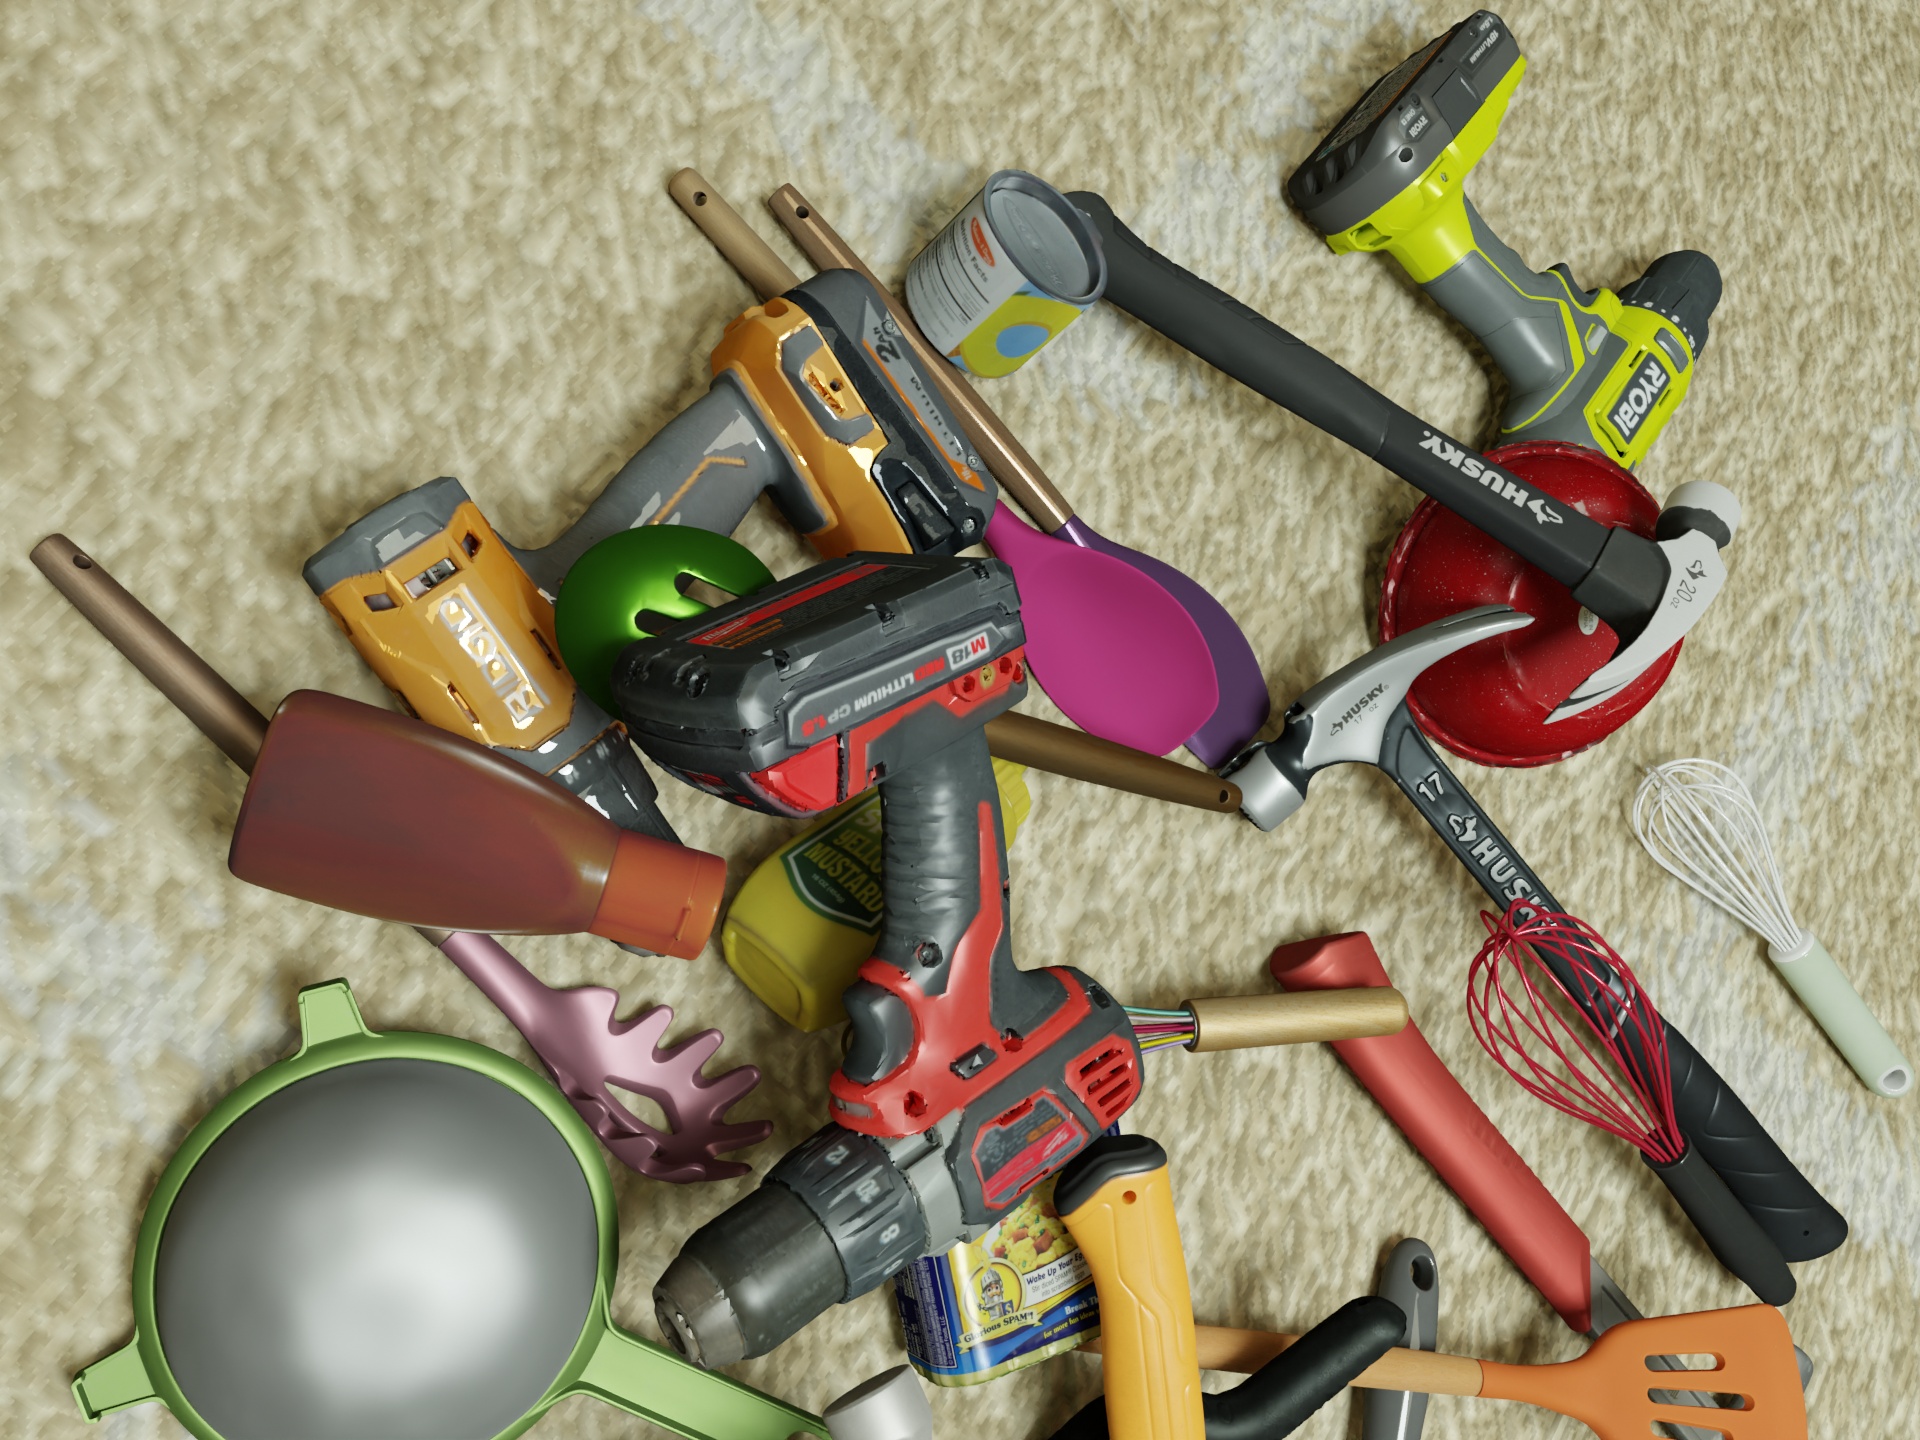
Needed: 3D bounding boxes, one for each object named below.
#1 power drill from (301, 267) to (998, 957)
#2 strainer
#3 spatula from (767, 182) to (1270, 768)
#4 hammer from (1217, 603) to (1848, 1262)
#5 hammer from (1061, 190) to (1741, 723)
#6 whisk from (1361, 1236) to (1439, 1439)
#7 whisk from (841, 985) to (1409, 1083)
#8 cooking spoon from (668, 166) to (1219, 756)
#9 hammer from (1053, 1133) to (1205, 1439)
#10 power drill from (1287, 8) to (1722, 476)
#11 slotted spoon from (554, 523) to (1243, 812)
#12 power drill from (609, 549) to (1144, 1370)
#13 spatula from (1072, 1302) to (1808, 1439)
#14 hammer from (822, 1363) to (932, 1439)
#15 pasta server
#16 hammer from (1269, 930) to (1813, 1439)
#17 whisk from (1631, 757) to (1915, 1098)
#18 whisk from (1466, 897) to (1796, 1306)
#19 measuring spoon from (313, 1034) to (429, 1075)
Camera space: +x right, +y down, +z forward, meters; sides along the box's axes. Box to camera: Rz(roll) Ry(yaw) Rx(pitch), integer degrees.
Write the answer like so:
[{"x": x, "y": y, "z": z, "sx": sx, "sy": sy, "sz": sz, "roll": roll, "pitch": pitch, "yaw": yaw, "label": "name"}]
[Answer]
[{"x": -0.093, "y": -0.041, "z": 0.590, "sx": 0.226, "sy": 0.084, "sz": 0.185, "roll": -38, "pitch": 104, "yaw": -22, "label": "power drill"}, {"x": -0.136, "y": 0.203, "z": 0.507, "sx": 0.256, "sy": 0.069, "sz": 0.151, "roll": 30, "pitch": 81, "yaw": -13, "label": "strainer"}, {"x": 0.029, "y": -0.107, "z": 0.693, "sx": 0.315, "sy": 0.018, "sz": 0.060, "roll": 47, "pitch": 73, "yaw": -12, "label": "spatula"}, {"x": 0.301, "y": 0.119, "z": 0.749, "sx": 0.149, "sy": 0.036, "sz": 0.408, "roll": -42, "pitch": 106, "yaw": 7, "label": "hammer"}, {"x": 0.169, "y": -0.130, "z": 0.690, "sx": 0.335, "sy": 0.035, "sz": 0.146, "roll": 34, "pitch": 58, "yaw": 7, "label": "hammer"}, {"x": 0.172, "y": 0.338, "z": 0.667, "sx": 0.055, "sy": 0.055, "sz": 0.239, "roll": 24, "pitch": 66, "yaw": -20, "label": "whisk"}, {"x": 0.071, "y": 0.122, "z": 0.643, "sx": 0.245, "sy": 0.047, "sz": 0.051, "roll": -1, "pitch": 91, "yaw": -18, "label": "whisk"}, {"x": -0.007, "y": -0.108, "z": 0.672, "sx": 0.069, "sy": 0.017, "sz": 0.318, "roll": -42, "pitch": 99, "yaw": 7, "label": "cooking spoon"}, {"x": 0.086, "y": 0.316, "z": 0.580, "sx": 0.127, "sy": 0.034, "sz": 0.337, "roll": -8, "pitch": 94, "yaw": -3, "label": "hammer"}, {"x": 0.291, "y": -0.236, "z": 0.812, "sx": 0.228, "sy": 0.080, "sz": 0.190, "roll": 46, "pitch": 66, "yaw": -14, "label": "power drill"}, {"x": -0.001, "y": -0.002, "z": 0.592, "sx": 0.313, "sy": 0.031, "sz": 0.070, "roll": 16, "pitch": 90, "yaw": -37, "label": "slotted spoon"}, {"x": -0.037, "y": 0.076, "z": 0.506, "sx": 0.188, "sy": 0.080, "sz": 0.226, "roll": -27, "pitch": 113, "yaw": -33, "label": "power drill"}, {"x": 0.195, "y": 0.268, "z": 0.657, "sx": 0.322, "sy": 0.041, "sz": 0.081, "roll": 10, "pitch": 66, "yaw": -11, "label": "spatula"}, {"x": -0.129, "y": 0.323, "z": 0.438, "sx": 0.331, "sy": 0.031, "sz": 0.130, "roll": -26, "pitch": 79, "yaw": -14, "label": "hammer"}, {"x": -0.191, "y": 0.050, "z": 0.548, "sx": 0.316, "sy": 0.040, "sz": 0.060, "roll": 46, "pitch": 30, "yaw": -9, "label": "pasta server"}, {"x": 0.258, "y": 0.240, "z": 0.729, "sx": 0.359, "sy": 0.037, "sz": 0.149, "roll": 49, "pitch": 64, "yaw": -10, "label": "hammer"}, {"x": 0.430, "y": 0.112, "z": 0.833, "sx": 0.058, "sy": 0.059, "sz": 0.246, "roll": -39, "pitch": 105, "yaw": 11, "label": "whisk"}, {"x": 0.311, "y": 0.183, "z": 0.721, "sx": 0.295, "sy": 0.073, "sz": 0.073, "roll": 48, "pitch": 64, "yaw": -25, "label": "whisk"}, {"x": -0.203, "y": 0.169, "z": 0.536, "sx": 0.042, "sy": 0.021, "sz": 0.128, "roll": 7, "pitch": 86, "yaw": -18, "label": "measuring spoon"}]
